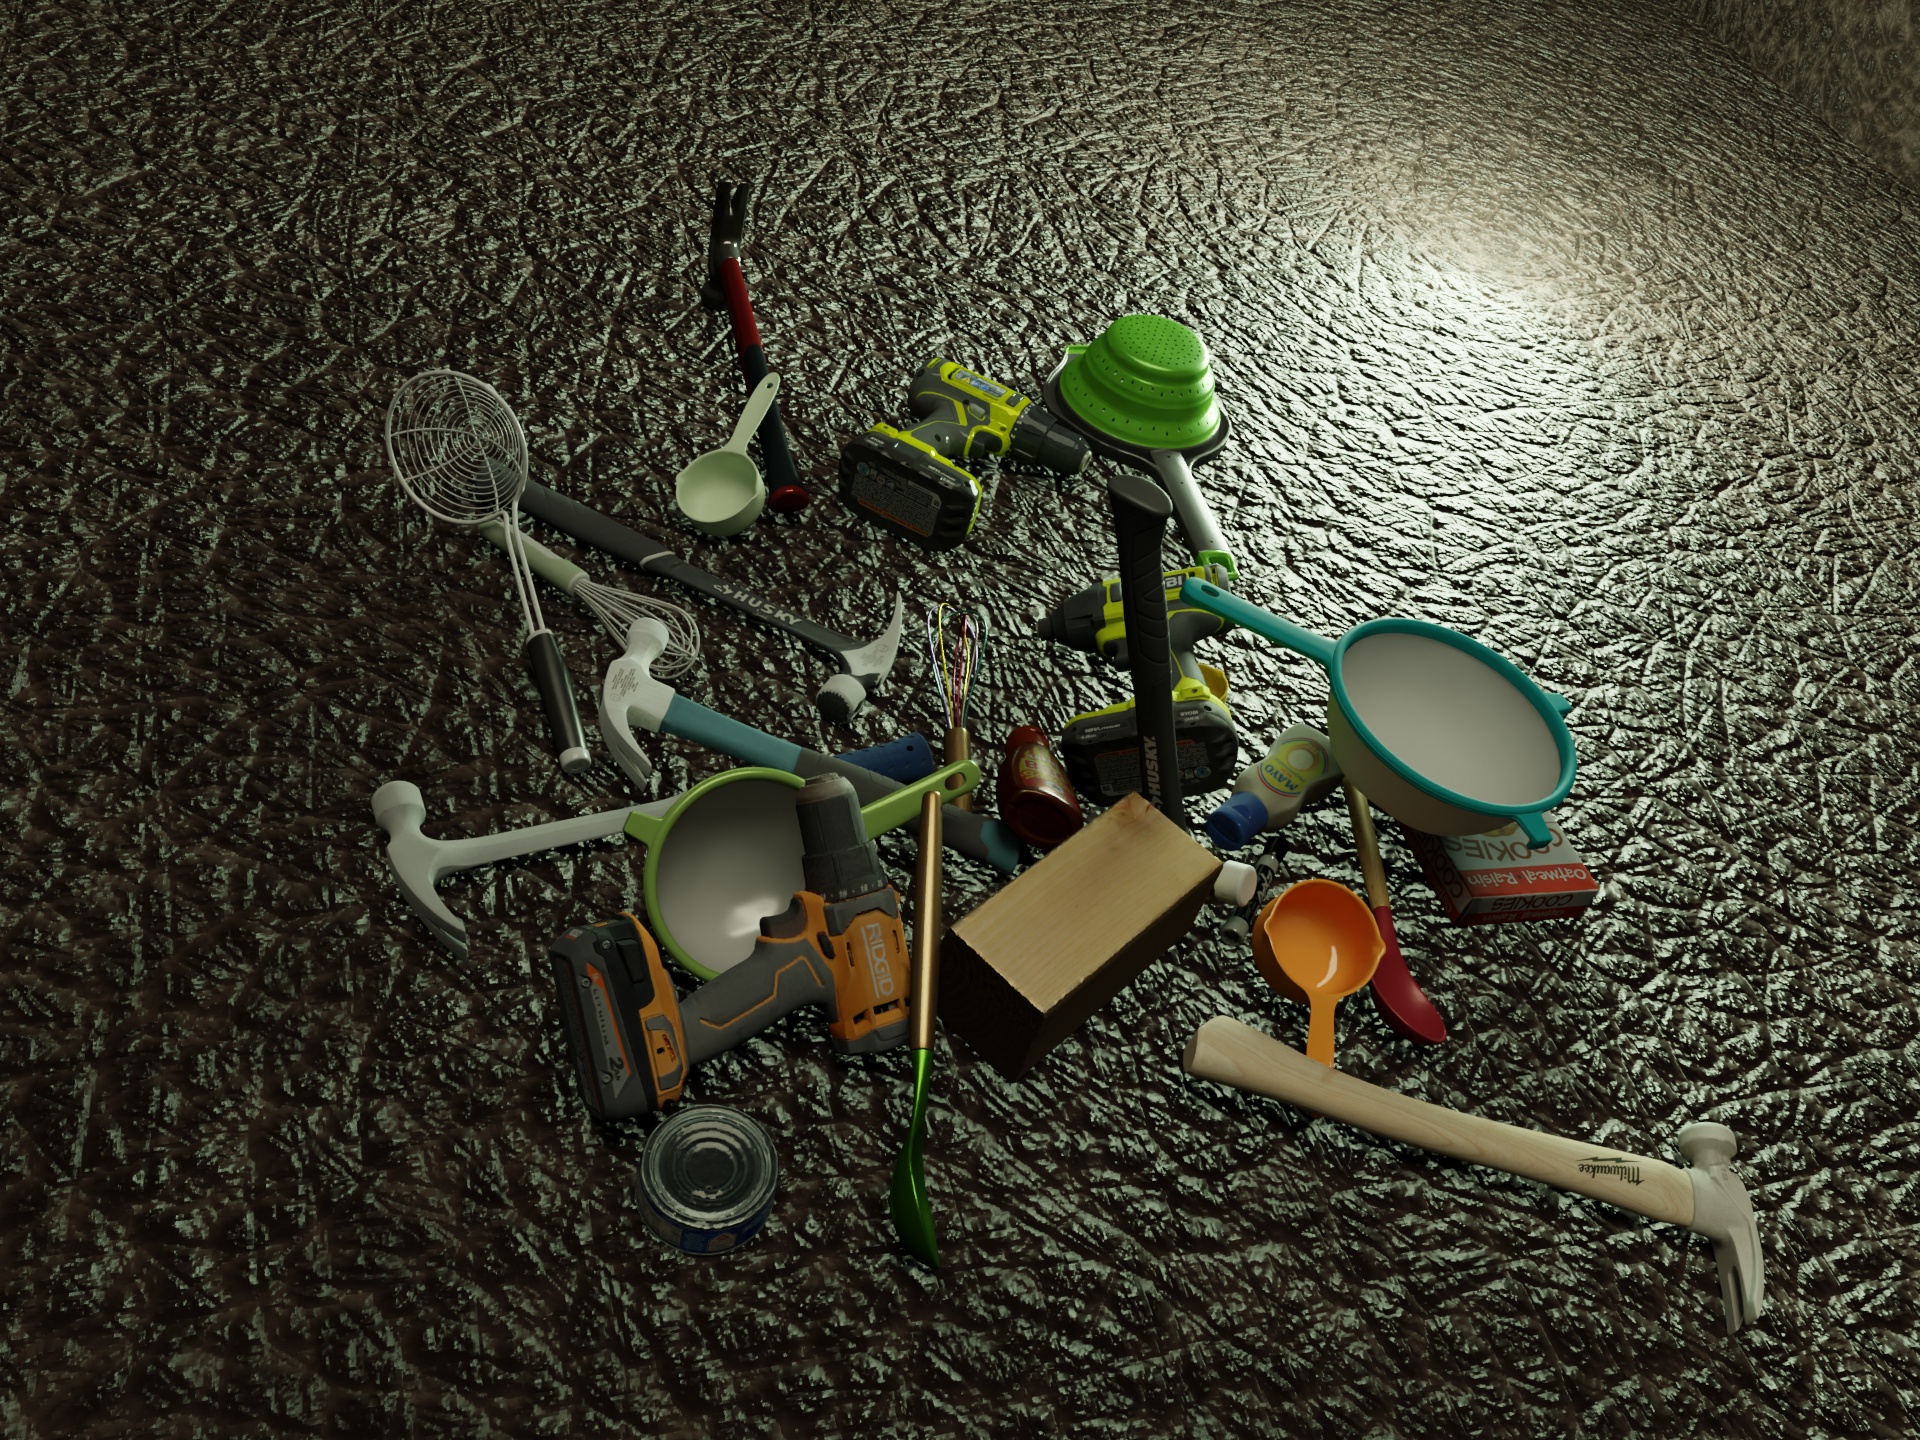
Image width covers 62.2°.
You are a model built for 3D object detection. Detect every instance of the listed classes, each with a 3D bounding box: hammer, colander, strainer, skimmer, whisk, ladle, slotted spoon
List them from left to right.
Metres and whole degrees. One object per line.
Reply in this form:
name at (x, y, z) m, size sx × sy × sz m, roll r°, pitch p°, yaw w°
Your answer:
skimmer at (-0.367, -0.118, 1.245) m, size 0.090 × 0.127 × 0.364 m, roll 19°, pitch 41°, yaw -51°
whisk at (-0.307, -0.108, 1.302) m, size 0.246 × 0.059 × 0.057 m, roll 32°, pitch 7°, yaw 21°
hammer at (-0.205, 0.069, 1.161) m, size 0.405 × 0.035 × 0.144 m, roll -11°, pitch 50°, yaw -26°
hammer at (-0.237, -0.131, 1.353) m, size 0.409 × 0.036 × 0.149 m, roll 26°, pitch 43°, yaw 10°
hammer at (-0.196, -0.352, 1.524) m, size 0.038 × 0.143 × 0.387 m, roll -3°, pitch 51°, yaw -19°
strainer at (-0.105, 0.086, 1.115) m, size 0.256 × 0.069 × 0.151 m, roll -25°, pitch 98°, yaw -22°
hammer at (-0.108, 0.035, 1.172) m, size 0.331 × 0.033 × 0.128 m, roll 22°, pitch 50°, yaw -6°
slotted spoon at (-0.024, 0.189, 1.025) m, size 0.031 × 0.070 × 0.314 m, roll -2°, pitch 62°, yaw 6°
whisk at (-0.001, -0.003, 1.294) m, size 0.051 × 0.047 × 0.245 m, roll -1°, pitch 50°, yaw -1°
hammer at (0.134, -0.019, 1.149) m, size 0.146 × 0.334 × 0.035 m, roll 14°, pitch 37°, yaw 34°
colander at (0.214, -0.300, 1.611) m, size 0.204 × 0.094 × 0.398 m, roll -1°, pitch 46°, yaw -18°
strainer at (0.320, -0.007, 1.286) m, size 0.340 × 0.095 × 0.211 m, roll 27°, pitch 43°, yaw 5°
ladle at (0.330, 0.131, 1.265) m, size 0.069 × 0.031 × 0.316 m, roll 29°, pitch 37°, yaw -22°
hammer at (0.349, 0.293, 1.086) m, size 0.410 × 0.038 × 0.146 m, roll 17°, pitch 45°, yaw -4°

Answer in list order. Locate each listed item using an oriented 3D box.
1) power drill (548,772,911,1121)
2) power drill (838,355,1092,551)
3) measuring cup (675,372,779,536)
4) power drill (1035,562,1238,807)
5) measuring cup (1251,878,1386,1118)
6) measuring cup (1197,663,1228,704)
power drill at (-0.142, 0.143, 1.020) m, size 0.226 × 0.084 × 0.185 m, roll -13°, pitch 92°, yaw -26°
power drill at (0.006, -0.254, 1.519) m, size 0.190 × 0.080 × 0.228 m, roll 28°, pitch 42°, yaw 12°
measuring cup at (-0.194, -0.237, 1.427) m, size 0.083 × 0.038 × 0.168 m, roll 14°, pitch 66°, yaw 18°
power drill at (0.147, -0.036, 1.326) m, size 0.171 × 0.080 × 0.223 m, roll -9°, pitch 41°, yaw 12°
measuring cup at (0.254, 0.205, 1.162) m, size 0.095 × 0.052 × 0.174 m, roll 11°, pitch 69°, yaw -9°
measuring cup at (0.175, -0.047, 1.404) m, size 0.062 × 0.029 × 0.157 m, roll -24°, pitch 44°, yaw -24°
